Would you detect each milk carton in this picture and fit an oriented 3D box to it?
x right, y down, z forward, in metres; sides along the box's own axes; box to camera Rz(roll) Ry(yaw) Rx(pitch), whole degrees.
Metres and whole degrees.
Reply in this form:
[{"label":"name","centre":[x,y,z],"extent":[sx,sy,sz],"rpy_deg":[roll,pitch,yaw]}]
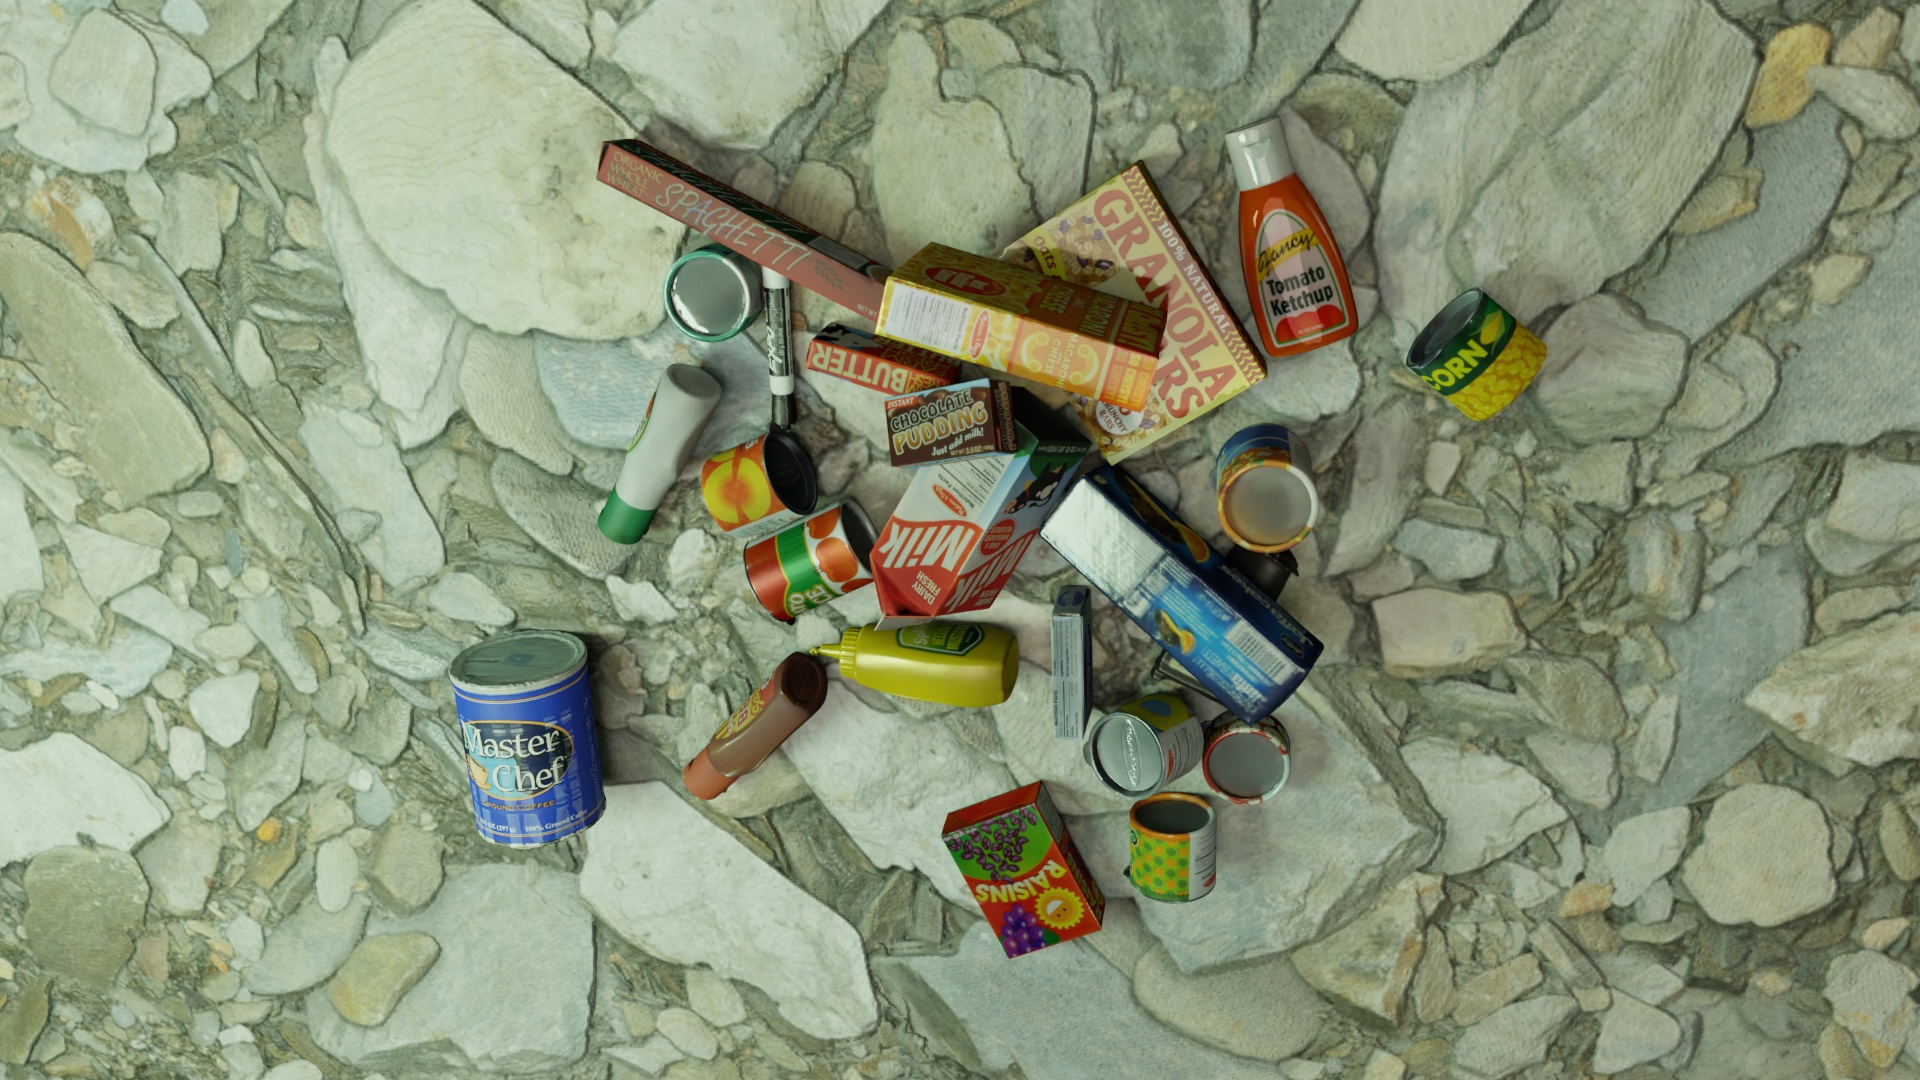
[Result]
[{"label":"milk carton","centre":[0.003,-0.012,0.978],"extent":[0.073,0.072,0.189],"rpy_deg":[42,114,27]}]

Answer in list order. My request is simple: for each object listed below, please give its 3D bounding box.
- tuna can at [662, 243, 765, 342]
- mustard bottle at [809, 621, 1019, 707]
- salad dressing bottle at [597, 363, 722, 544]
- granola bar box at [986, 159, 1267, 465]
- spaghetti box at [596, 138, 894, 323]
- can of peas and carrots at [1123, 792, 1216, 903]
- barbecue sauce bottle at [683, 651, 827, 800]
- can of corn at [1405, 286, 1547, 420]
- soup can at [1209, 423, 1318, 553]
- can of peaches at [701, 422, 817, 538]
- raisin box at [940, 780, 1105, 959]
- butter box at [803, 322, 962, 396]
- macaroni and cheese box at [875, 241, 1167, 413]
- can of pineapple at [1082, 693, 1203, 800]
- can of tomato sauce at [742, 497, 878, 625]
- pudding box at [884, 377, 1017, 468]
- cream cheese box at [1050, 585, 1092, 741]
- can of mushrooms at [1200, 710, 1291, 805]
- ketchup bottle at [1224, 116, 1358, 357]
[{"label":"tuna can","centre":[-0.177,-0.174,0.984],"extent":[0.071,0.033,0.070],"rpy_deg":[3,110,8]},{"label":"mustard bottle","centre":[-0.039,0.089,1.041],"extent":[0.160,0.065,0.048],"rpy_deg":[4,115,12]},{"label":"salad dressing bottle","centre":[-0.224,-0.060,1.022],"extent":[0.044,0.064,0.147],"rpy_deg":[28,120,-11]},{"label":"granola bar box","centre":[0.111,-0.152,0.938],"extent":[0.124,0.039,0.165],"rpy_deg":[-30,102,20]},{"label":"spaghetti box","centre":[-0.130,-0.208,0.954],"extent":[0.250,0.050,0.028],"rpy_deg":[27,111,0]},{"label":"can of peas and carrots","centre":[0.159,0.232,1.057],"extent":[0.071,0.071,0.058],"rpy_deg":[1,110,10]},{"label":"barbecue sauce bottle","centre":[-0.163,0.151,1.088],"extent":[0.043,0.065,0.148],"rpy_deg":[38,121,-14]},{"label":"can of corn","centre":[0.332,-0.118,0.895],"extent":[0.058,0.071,0.071],"rpy_deg":[38,112,-6]},{"label":"soup can","centre":[0.204,-0.035,0.941],"extent":[0.071,0.084,0.071],"rpy_deg":[3,111,9]},{"label":"can of peaches","centre":[-0.147,-0.042,1.007],"extent":[0.058,0.071,0.071],"rpy_deg":[-21,105,24]},{"label":"raisin box","centre":[0.050,0.262,1.101],"extent":[0.086,0.040,0.123],"rpy_deg":[-24,103,16]},{"label":"butter box","centre":[-0.052,-0.122,0.970],"extent":[0.103,0.053,0.024],"rpy_deg":[18,114,3]},{"label":"macaroni and cheese box","centre":[0.043,-0.137,0.867],"extent":[0.166,0.124,0.040],"rpy_deg":[17,114,4]},{"label":"can of pineapple","centre":[0.136,0.150,1.023],"extent":[0.071,0.058,0.070],"rpy_deg":[10,106,38]},{"label":"can of tomato sauce","centre":[-0.106,0.016,1.023],"extent":[0.083,0.071,0.071],"rpy_deg":[-24,104,17]},{"label":"pudding box","centre":[-0.007,-0.077,0.916],"extent":[0.083,0.030,0.049],"rpy_deg":[-6,87,31]},{"label":"cream cheese box","centre":[0.083,0.091,1.025],"extent":[0.024,0.053,0.103],"rpy_deg":[1,110,11]},{"label":"can of mushrooms","centre":[0.211,0.161,1.039],"extent":[0.071,0.033,0.070],"rpy_deg":[3,111,9]},{"label":"ketchup bottle","centre":[0.210,-0.198,0.902],"extent":[0.064,0.044,0.148],"rpy_deg":[-16,106,15]}]
